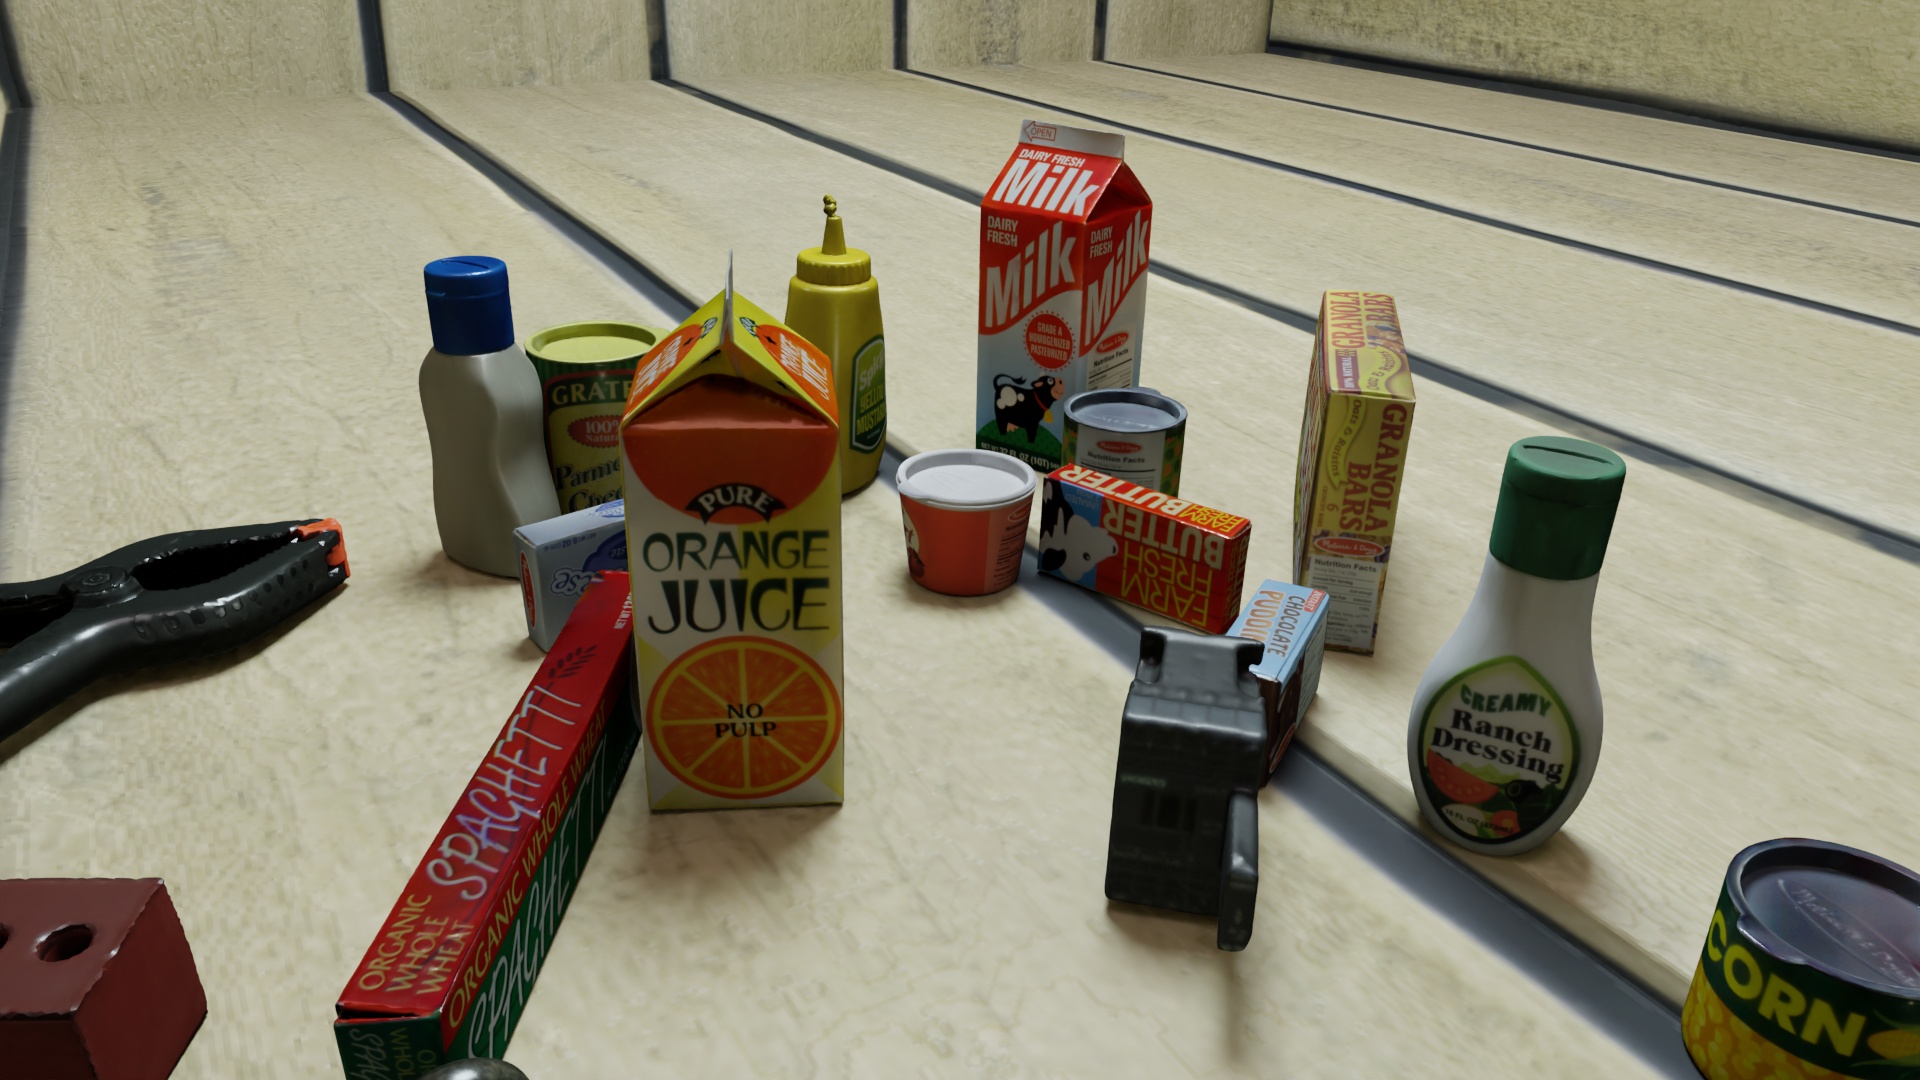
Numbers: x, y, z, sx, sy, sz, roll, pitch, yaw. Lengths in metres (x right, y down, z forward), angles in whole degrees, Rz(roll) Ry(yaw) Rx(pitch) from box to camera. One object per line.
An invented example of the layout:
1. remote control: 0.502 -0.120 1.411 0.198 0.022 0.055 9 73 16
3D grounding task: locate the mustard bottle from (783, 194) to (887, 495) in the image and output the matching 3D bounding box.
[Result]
1. mustard bottle: -0.069 -0.106 0.753 0.049 0.159 0.065 11 27 18

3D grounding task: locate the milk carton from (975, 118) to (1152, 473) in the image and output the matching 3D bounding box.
1. milk carton: 0.059 -0.140 0.798 0.072 0.189 0.074 19 30 33

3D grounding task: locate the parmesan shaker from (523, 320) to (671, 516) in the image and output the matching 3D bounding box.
1. parmesan shaker: -0.177 -0.052 0.699 0.071 0.102 0.071 1 25 -1

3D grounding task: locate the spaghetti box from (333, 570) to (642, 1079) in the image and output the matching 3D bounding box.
1. spaghetti box: -0.142 0.088 0.469 0.029 0.050 0.251 2 25 1

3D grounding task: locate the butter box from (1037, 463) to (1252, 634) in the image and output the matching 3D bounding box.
1. butter box: 0.086 0.003 0.658 0.103 0.053 0.024 20 31 33

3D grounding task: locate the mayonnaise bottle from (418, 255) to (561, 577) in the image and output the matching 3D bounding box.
1. mayonnaise bottle: -0.224 -0.058 0.656 0.065 0.147 0.041 15 28 26

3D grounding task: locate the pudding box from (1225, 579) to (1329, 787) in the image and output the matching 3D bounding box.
1. pudding box: 0.122 0.055 0.556 0.030 0.049 0.084 13 28 23

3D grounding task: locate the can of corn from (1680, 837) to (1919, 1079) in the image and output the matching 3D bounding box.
1. can of corn: 0.246 0.129 0.397 0.071 0.058 0.071 1 25 -1

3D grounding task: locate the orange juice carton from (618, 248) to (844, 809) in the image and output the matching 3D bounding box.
1. orange juice carton: -0.079 -0.003 0.498 0.073 0.191 0.072 -1 25 -6

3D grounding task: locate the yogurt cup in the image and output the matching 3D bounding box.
1. yogurt cup: 0.002 -0.008 0.676 0.072 0.053 0.073 1 25 -1

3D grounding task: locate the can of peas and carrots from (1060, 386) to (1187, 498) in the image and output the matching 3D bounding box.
1. can of peas and carrots: 0.088 -0.045 0.753 0.071 0.058 0.071 1 25 -1

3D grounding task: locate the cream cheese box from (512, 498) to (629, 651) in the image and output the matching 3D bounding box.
1. cream cheese box: -0.149 0.009 0.631 0.104 0.053 0.024 -20 33 -38

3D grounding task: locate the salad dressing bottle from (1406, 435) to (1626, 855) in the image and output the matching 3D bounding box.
1. salad dressing bottle: 0.195 0.038 0.483 0.064 0.147 0.044 15 28 25

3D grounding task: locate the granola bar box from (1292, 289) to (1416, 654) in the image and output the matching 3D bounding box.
1. granola bar box: 0.186 -0.040 0.672 0.039 0.123 0.166 7 26 11
